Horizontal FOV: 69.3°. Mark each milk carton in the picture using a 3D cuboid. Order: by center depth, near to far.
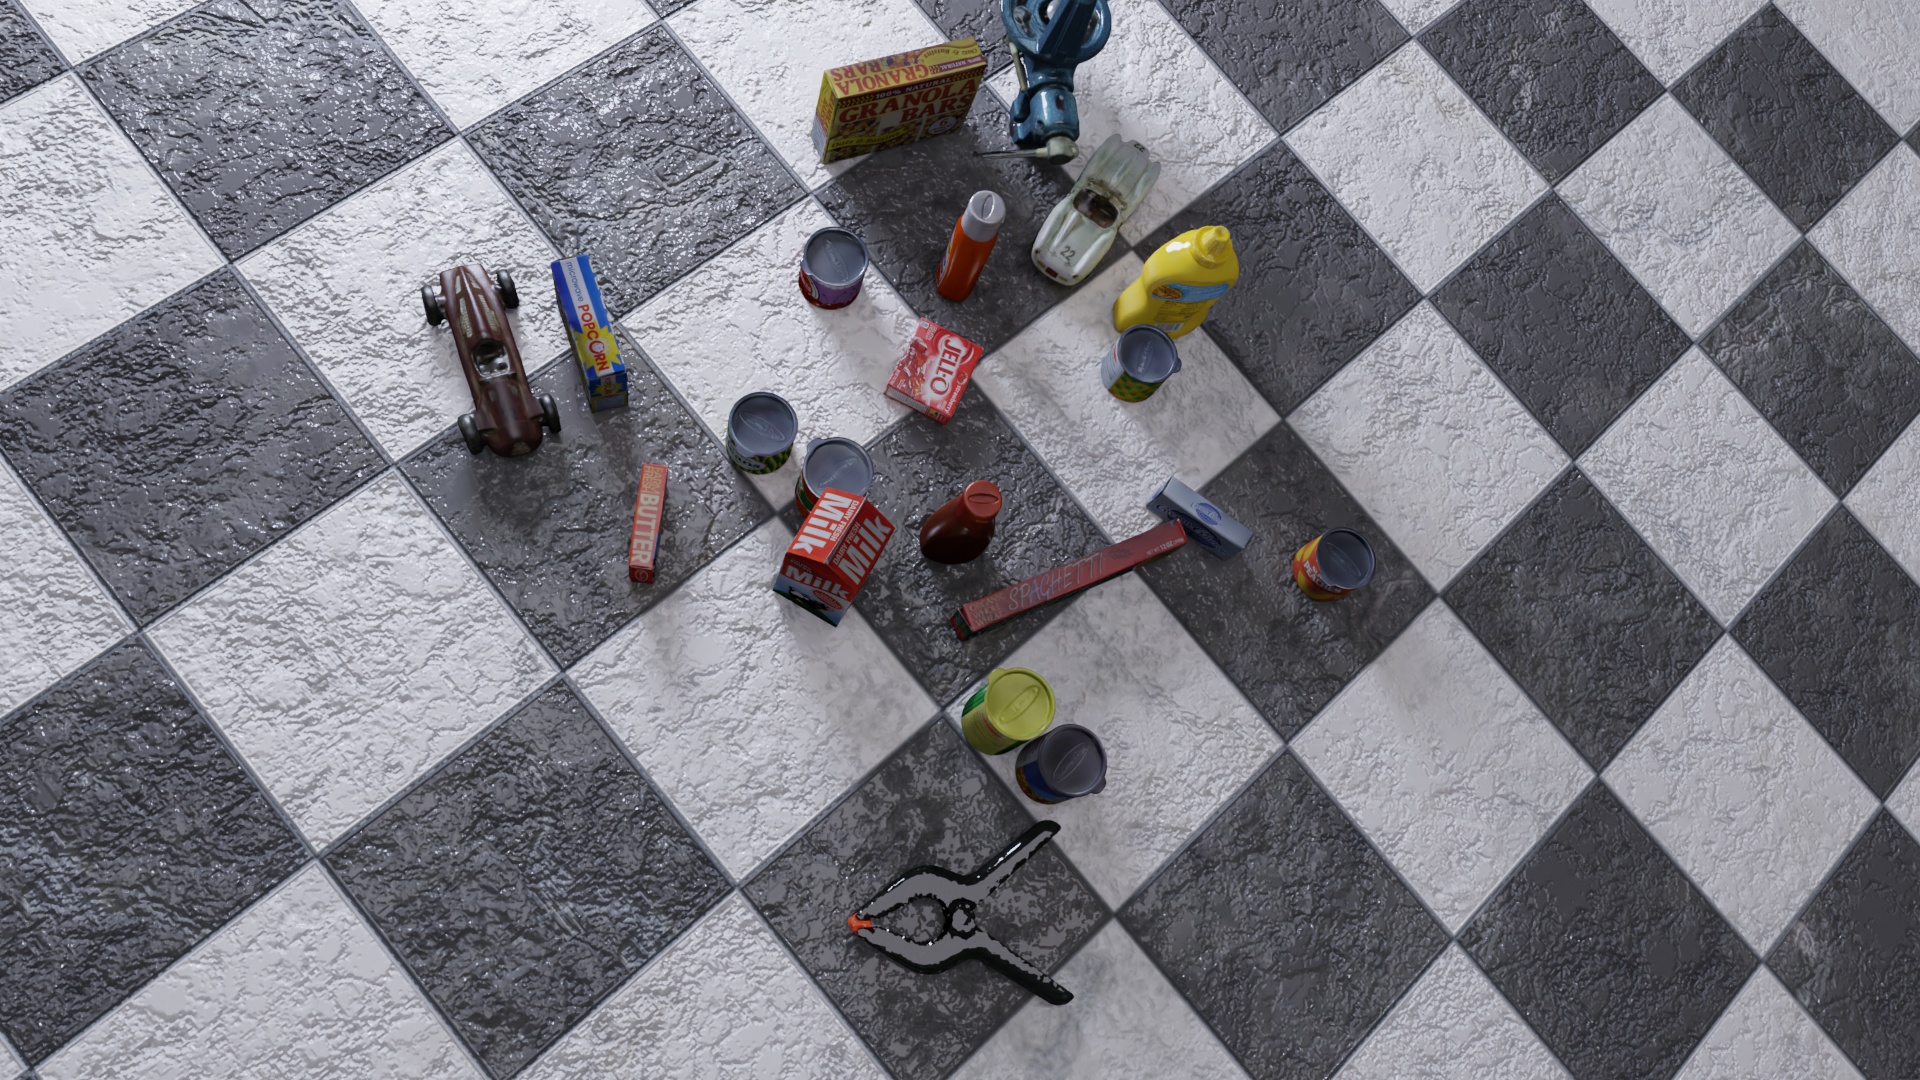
[{"bbox_3d":[-0.114,0.013,1.252,0.073,0.190,0.072,31,70,-3],"label":"milk carton"}]

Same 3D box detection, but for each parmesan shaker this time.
[{"bbox_3d":[0.041,0.158,1.291,0.071,0.102,0.071,4,73,-12],"label":"parmesan shaker"}]

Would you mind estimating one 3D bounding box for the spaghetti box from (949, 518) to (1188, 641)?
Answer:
[{"bbox_3d":[0.108,0.039,1.371,0.251,0.050,0.029,-21,80,-18],"label":"spaghetti box"}]

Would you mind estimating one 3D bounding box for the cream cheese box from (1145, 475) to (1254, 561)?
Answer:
[{"bbox_3d":[0.244,-0.021,1.419,0.104,0.053,0.024,35,70,-1],"label":"cream cheese box"}]

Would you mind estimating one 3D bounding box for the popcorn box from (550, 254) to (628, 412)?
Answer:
[{"bbox_3d":[-0.351,-0.195,1.317,0.038,0.085,0.127,-17,78,-17],"label":"popcorn box"}]

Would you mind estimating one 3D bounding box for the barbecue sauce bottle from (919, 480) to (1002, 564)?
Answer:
[{"bbox_3d":[0.005,-0.016,1.311,0.065,0.148,0.044,3,73,-12],"label":"barbecue sauce bottle"}]

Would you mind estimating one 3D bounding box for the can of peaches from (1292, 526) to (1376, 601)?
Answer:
[{"bbox_3d":[0.384,0.027,1.435,0.071,0.058,0.071,4,73,-12],"label":"can of peaches"}]

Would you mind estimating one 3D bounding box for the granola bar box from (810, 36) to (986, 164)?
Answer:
[{"bbox_3d":[-0.066,-0.455,1.441,0.166,0.124,0.039,-19,79,-18],"label":"granola bar box"}]

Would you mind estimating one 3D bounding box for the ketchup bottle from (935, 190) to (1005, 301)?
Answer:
[{"bbox_3d":[0.011,-0.299,1.399,0.043,0.148,0.065,17,71,-8],"label":"ketchup bottle"}]

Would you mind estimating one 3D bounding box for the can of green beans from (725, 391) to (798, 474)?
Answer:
[{"bbox_3d":[-0.193,-0.103,1.340,0.071,0.057,0.071,4,73,-12],"label":"can of green beans"}]

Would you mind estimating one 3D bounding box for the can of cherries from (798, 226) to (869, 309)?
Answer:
[{"bbox_3d":[-0.132,-0.274,1.406,0.071,0.058,0.071,4,73,-12],"label":"can of cherries"}]

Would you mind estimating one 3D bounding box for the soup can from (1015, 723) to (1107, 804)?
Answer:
[{"bbox_3d":[0.095,0.213,1.297,0.071,0.083,0.071,4,73,-12],"label":"soup can"}]

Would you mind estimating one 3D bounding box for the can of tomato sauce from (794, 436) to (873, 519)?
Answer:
[{"bbox_3d":[-0.124,-0.055,1.328,0.071,0.083,0.071,4,73,-12],"label":"can of tomato sauce"}]

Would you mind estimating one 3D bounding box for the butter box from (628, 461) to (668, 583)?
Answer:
[{"bbox_3d":[-0.291,-0.016,1.293,0.024,0.053,0.104,8,72,-11],"label":"butter box"}]

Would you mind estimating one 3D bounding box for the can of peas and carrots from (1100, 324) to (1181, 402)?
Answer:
[{"bbox_3d":[0.188,-0.184,1.453,0.071,0.058,0.071,4,73,-12],"label":"can of peas and carrots"}]
